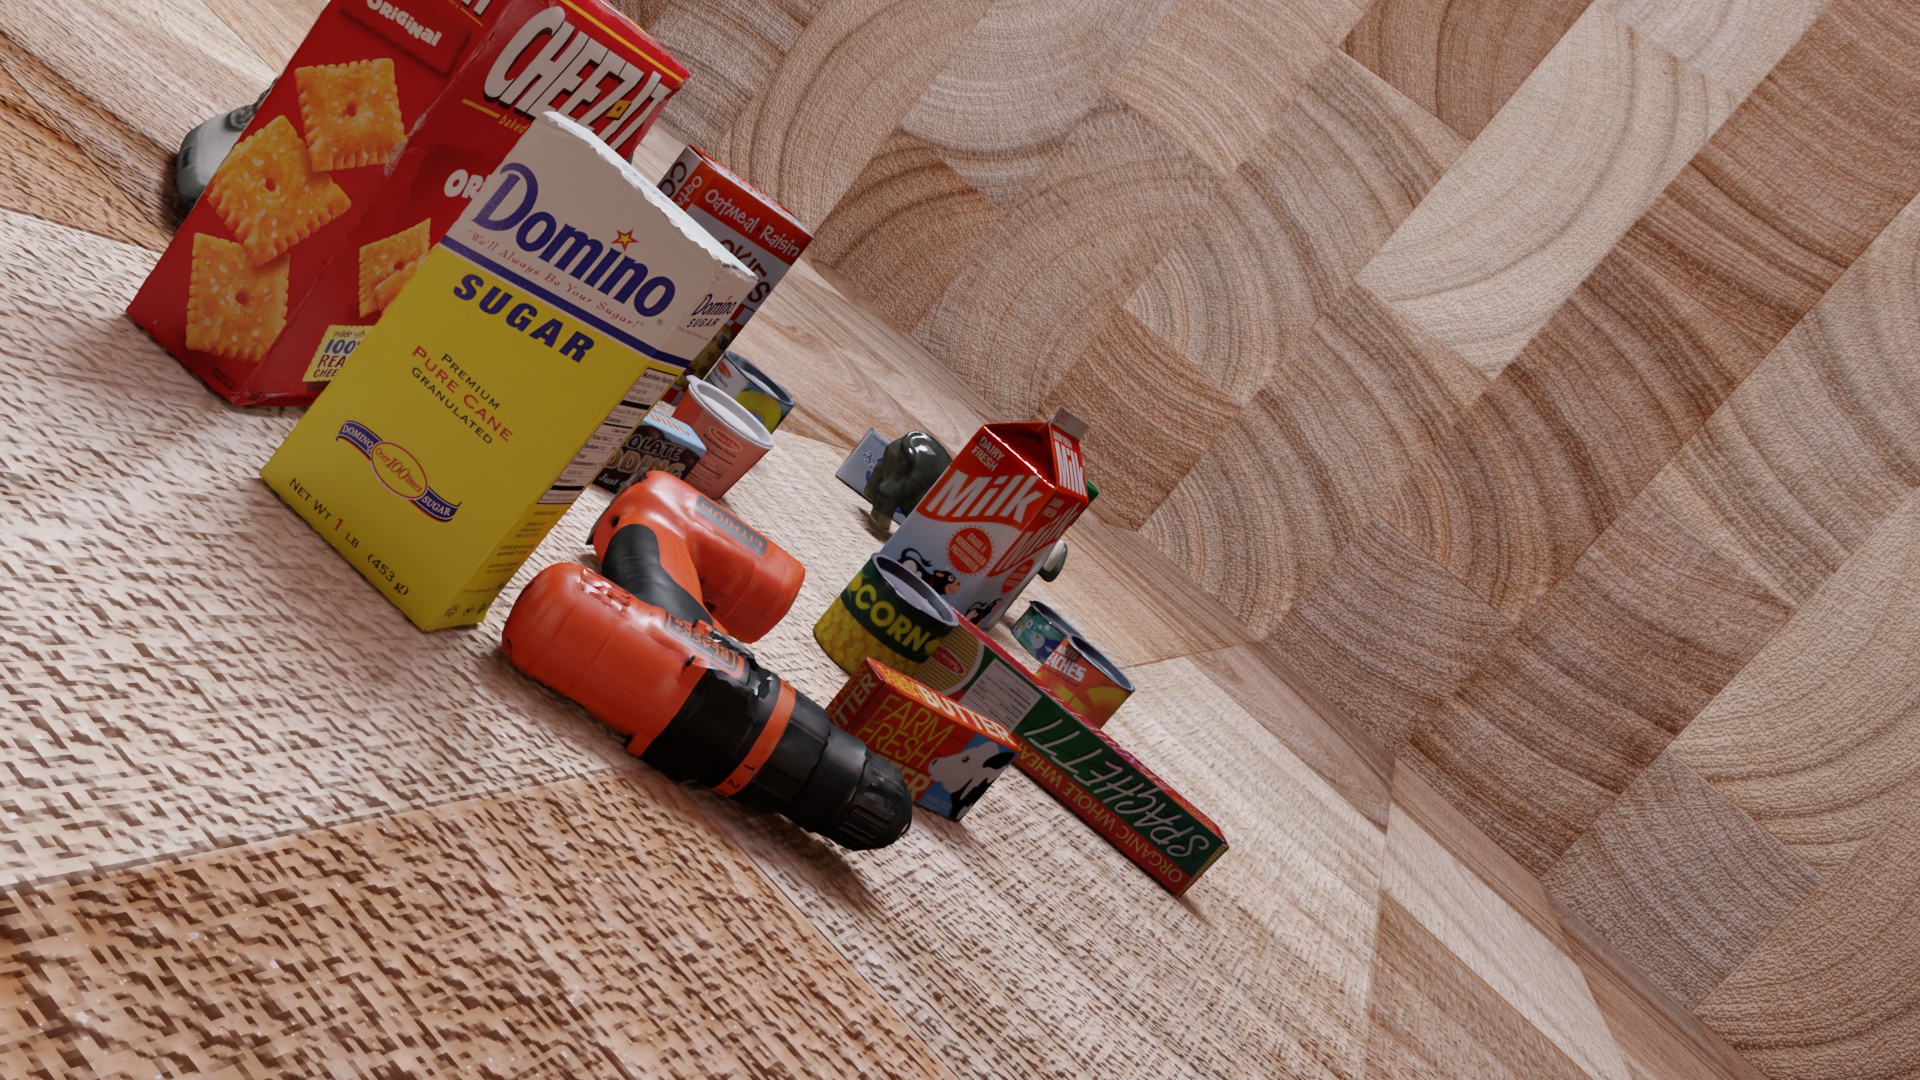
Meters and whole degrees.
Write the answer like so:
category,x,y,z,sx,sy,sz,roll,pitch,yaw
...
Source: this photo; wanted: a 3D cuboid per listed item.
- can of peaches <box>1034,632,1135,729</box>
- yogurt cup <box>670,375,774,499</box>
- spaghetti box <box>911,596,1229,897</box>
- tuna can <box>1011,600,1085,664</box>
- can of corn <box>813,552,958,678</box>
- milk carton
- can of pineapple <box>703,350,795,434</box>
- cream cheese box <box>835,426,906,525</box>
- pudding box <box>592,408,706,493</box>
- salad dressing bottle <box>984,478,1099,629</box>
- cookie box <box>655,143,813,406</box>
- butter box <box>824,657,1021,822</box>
category,x,y,z,sx,sy,sz,roll,pitch,yaw
can of peaches,0.087,0.111,1.046,0.071,0.058,0.071,39,9,-7
yogurt cup,-0.164,-0.064,0.910,0.072,0.054,0.072,39,9,-7
spaghetti box,0.060,0.129,0.885,0.250,0.050,0.029,39,9,-1
tuna can,0.077,0.084,1.210,0.071,0.033,0.071,38,10,-7
can of corn,-0.045,0.051,0.825,0.071,0.058,0.071,39,9,-7
milk carton,0.019,-0.012,0.954,0.073,0.190,0.072,43,10,20
can of pineapple,-0.167,-0.100,1.054,0.071,0.058,0.071,39,9,-7
cream cheese box,-0.057,-0.050,1.255,0.104,0.053,0.024,37,9,-14
pudding box,-0.191,-0.055,0.781,0.083,0.049,0.030,29,14,-48
salad dressing bottle,0.053,0.005,1.140,0.044,0.147,0.064,38,9,-11
cookie box,-0.198,-0.185,0.995,0.040,0.167,0.123,44,10,26
butter box,-0.022,0.101,0.695,0.103,0.053,0.024,32,12,-38
